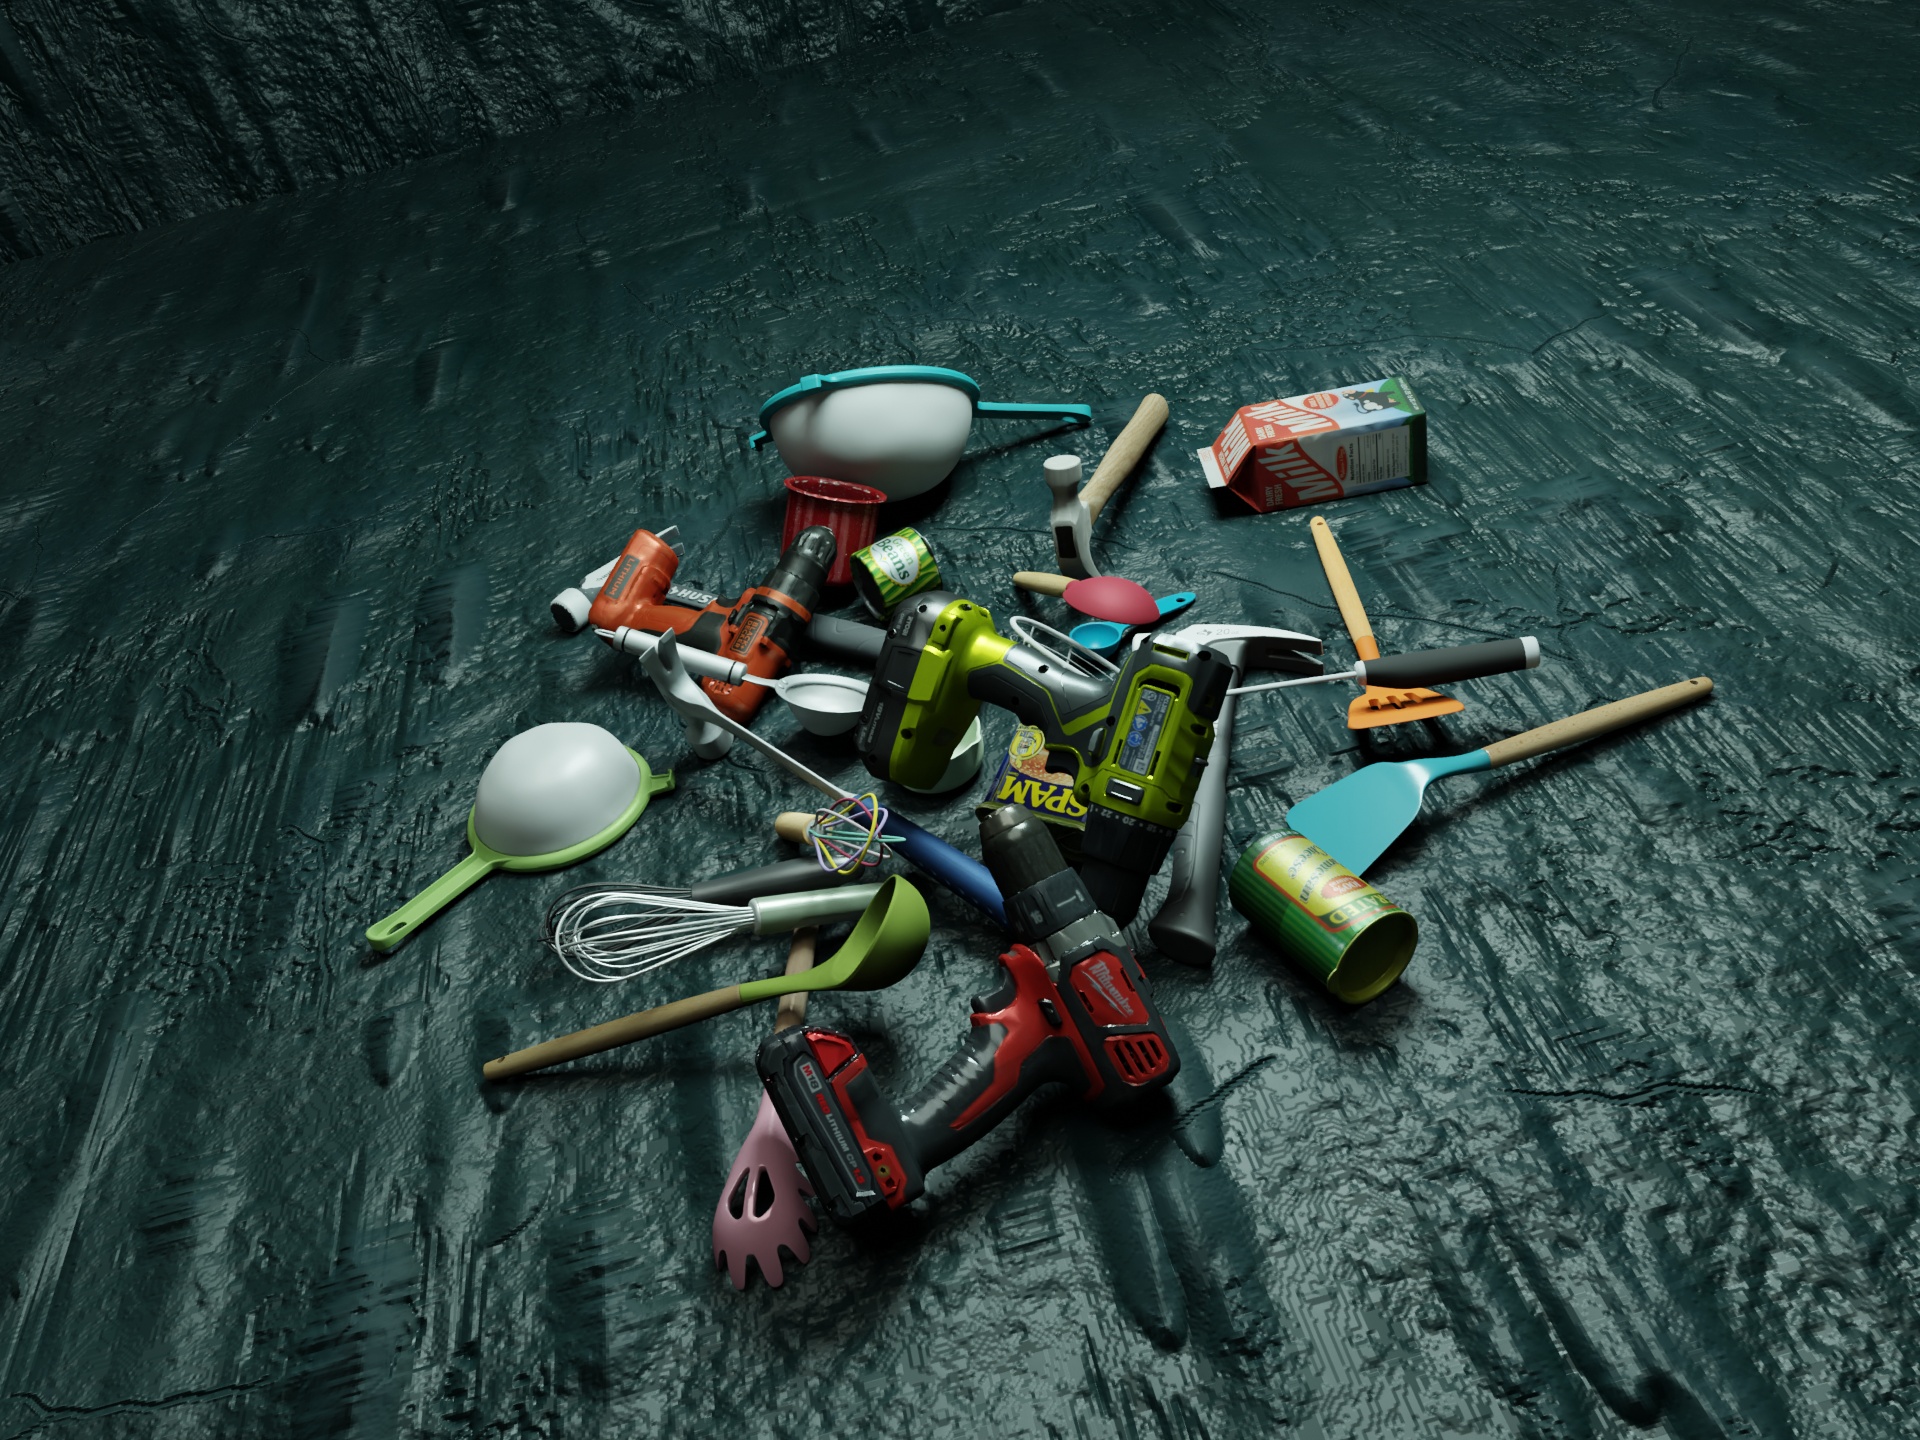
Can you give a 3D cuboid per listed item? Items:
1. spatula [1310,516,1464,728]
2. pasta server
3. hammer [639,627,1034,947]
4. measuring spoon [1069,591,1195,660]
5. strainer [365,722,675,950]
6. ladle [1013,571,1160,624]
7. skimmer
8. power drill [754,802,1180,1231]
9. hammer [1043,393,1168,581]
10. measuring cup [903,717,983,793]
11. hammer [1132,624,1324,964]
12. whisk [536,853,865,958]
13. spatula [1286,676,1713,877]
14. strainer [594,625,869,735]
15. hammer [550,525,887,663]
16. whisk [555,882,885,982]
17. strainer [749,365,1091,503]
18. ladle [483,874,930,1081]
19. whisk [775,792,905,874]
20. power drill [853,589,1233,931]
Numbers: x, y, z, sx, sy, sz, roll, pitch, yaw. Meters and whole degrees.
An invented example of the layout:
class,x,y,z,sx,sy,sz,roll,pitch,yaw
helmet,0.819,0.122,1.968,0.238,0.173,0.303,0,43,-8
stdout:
class,x,y,z,sx,sy,sz,roll,pitch,yaw
spatula,0.310,-0.081,1.239,0.081,0.041,0.323,-10,37,6
pasta server,-0.110,0.212,1.008,0.060,0.040,0.316,-7,34,8
hammer,-0.083,0.055,1.134,0.406,0.143,0.035,30,68,34
measuring spoon,0.145,-0.076,1.309,0.128,0.021,0.042,-24,37,-28
strainer,-0.356,0.074,1.220,0.152,0.069,0.256,19,47,35
ladle,0.084,-0.103,1.245,0.069,0.031,0.315,6,7,-13
skimmer,0.219,-0.053,1.129,0.363,0.090,0.127,-7,9,8
power drill,-0.005,0.169,0.920,0.226,0.080,0.188,-25,81,-14
hammer,0.139,-0.224,1.432,0.031,0.130,0.331,3,29,20
measuring cup,-0.002,-0.004,1.240,0.083,0.038,0.168,7,40,24
hammer,0.180,0.041,1.129,0.146,0.035,0.335,-2,39,16
whisk,-0.182,0.126,1.112,0.239,0.055,0.055,-12,37,5
spatula,0.381,0.027,1.096,0.317,0.044,0.082,-17,37,-12
strainer,-0.168,-0.033,1.257,0.258,0.050,0.087,17,20,5
hammer,-0.174,-0.094,1.410,0.409,0.036,0.149,16,45,32
whisk,-0.144,0.132,1.054,0.246,0.057,0.059,-5,70,-23
strainer,-0.022,-0.262,1.531,0.340,0.095,0.211,-4,-7,-23
ladle,-0.168,0.173,1.017,0.320,0.062,0.078,-18,21,11
whisk,-0.089,0.073,1.076,0.051,0.047,0.245,-10,2,-18
power drill,0.049,0.019,1.045,0.229,0.080,0.190,19,90,28
